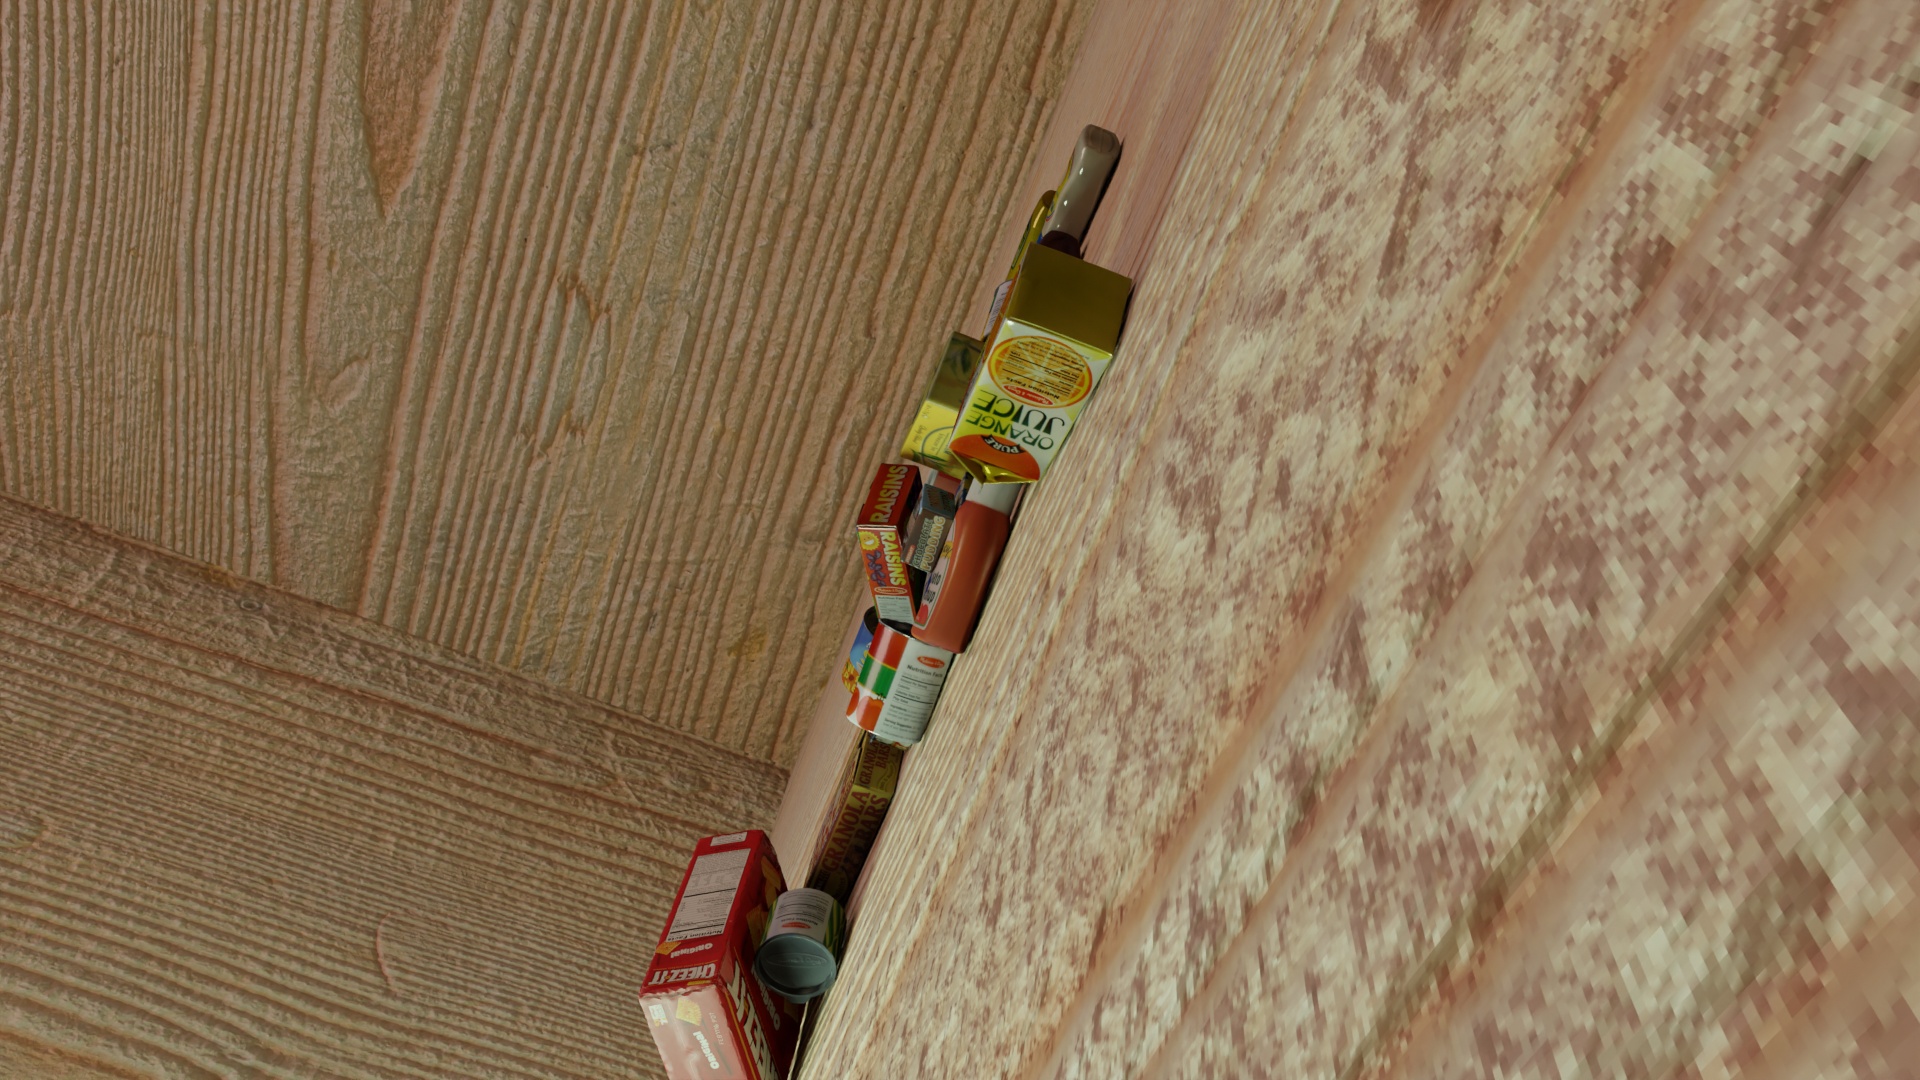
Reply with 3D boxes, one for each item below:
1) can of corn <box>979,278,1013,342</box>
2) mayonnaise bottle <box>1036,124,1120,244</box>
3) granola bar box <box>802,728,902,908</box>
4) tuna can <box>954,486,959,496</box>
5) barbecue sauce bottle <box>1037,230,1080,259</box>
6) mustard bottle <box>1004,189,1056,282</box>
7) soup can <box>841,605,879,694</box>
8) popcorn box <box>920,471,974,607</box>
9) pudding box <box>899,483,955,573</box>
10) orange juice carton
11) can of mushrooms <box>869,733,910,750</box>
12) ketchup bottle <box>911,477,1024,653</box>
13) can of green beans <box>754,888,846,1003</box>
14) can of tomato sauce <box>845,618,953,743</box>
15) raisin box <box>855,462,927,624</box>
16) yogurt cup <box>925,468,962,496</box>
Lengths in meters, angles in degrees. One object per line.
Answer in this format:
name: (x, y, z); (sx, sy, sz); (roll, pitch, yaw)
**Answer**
can of corn: (0.055, -0.184, 1.214); (0.071, 0.071, 0.058); (119, 169, -61)
mayonnaise bottle: (0.107, -0.320, 1.330); (0.065, 0.041, 0.147); (-78, 10, -50)
granola bar box: (-0.097, 0.245, 1.255); (0.125, 0.039, 0.164); (-79, 11, -61)
tuna can: (0.004, -0.016, 1.254); (0.071, 0.033, 0.071); (-155, 86, -85)
barbecue sauce bottle: (0.075, -0.239, 1.333); (0.148, 0.044, 0.065); (126, 164, -74)
mustard bottle: (0.078, -0.288, 1.468); (0.066, 0.049, 0.159); (-74, 7, -55)
soup can: (-0.080, 0.120, 1.439); (0.072, 0.071, 0.083); (-77, 9, -57)
popcorn box: (0.002, 0.006, 1.156); (0.127, 0.038, 0.085); (-81, 12, -66)
pudding box: (-0.026, -0.011, 1.125); (0.084, 0.030, 0.049); (-89, 22, -74)
orange juice carton: (0.046, -0.107, 0.950); (0.191, 0.073, 0.072); (117, 171, -57)
can of mushrooms: (-0.052, 0.148, 1.200); (0.071, 0.033, 0.071); (-156, 86, -84)
ketchup bottle: (0.008, 0.010, 1.054); (0.065, 0.043, 0.149); (-170, 101, -82)
can of green beans: (-0.128, 0.325, 1.122); (0.058, 0.071, 0.071); (-79, 11, -65)
can of tomato sauce: (-0.049, 0.112, 1.116); (0.071, 0.071, 0.083); (-124, 54, -84)
raisin box: (-0.055, 0.006, 1.227); (0.086, 0.040, 0.122); (-72, -21, -46)
yogurt cup: (-0.006, -0.054, 1.396); (0.072, 0.054, 0.072); (-155, 86, -85)
